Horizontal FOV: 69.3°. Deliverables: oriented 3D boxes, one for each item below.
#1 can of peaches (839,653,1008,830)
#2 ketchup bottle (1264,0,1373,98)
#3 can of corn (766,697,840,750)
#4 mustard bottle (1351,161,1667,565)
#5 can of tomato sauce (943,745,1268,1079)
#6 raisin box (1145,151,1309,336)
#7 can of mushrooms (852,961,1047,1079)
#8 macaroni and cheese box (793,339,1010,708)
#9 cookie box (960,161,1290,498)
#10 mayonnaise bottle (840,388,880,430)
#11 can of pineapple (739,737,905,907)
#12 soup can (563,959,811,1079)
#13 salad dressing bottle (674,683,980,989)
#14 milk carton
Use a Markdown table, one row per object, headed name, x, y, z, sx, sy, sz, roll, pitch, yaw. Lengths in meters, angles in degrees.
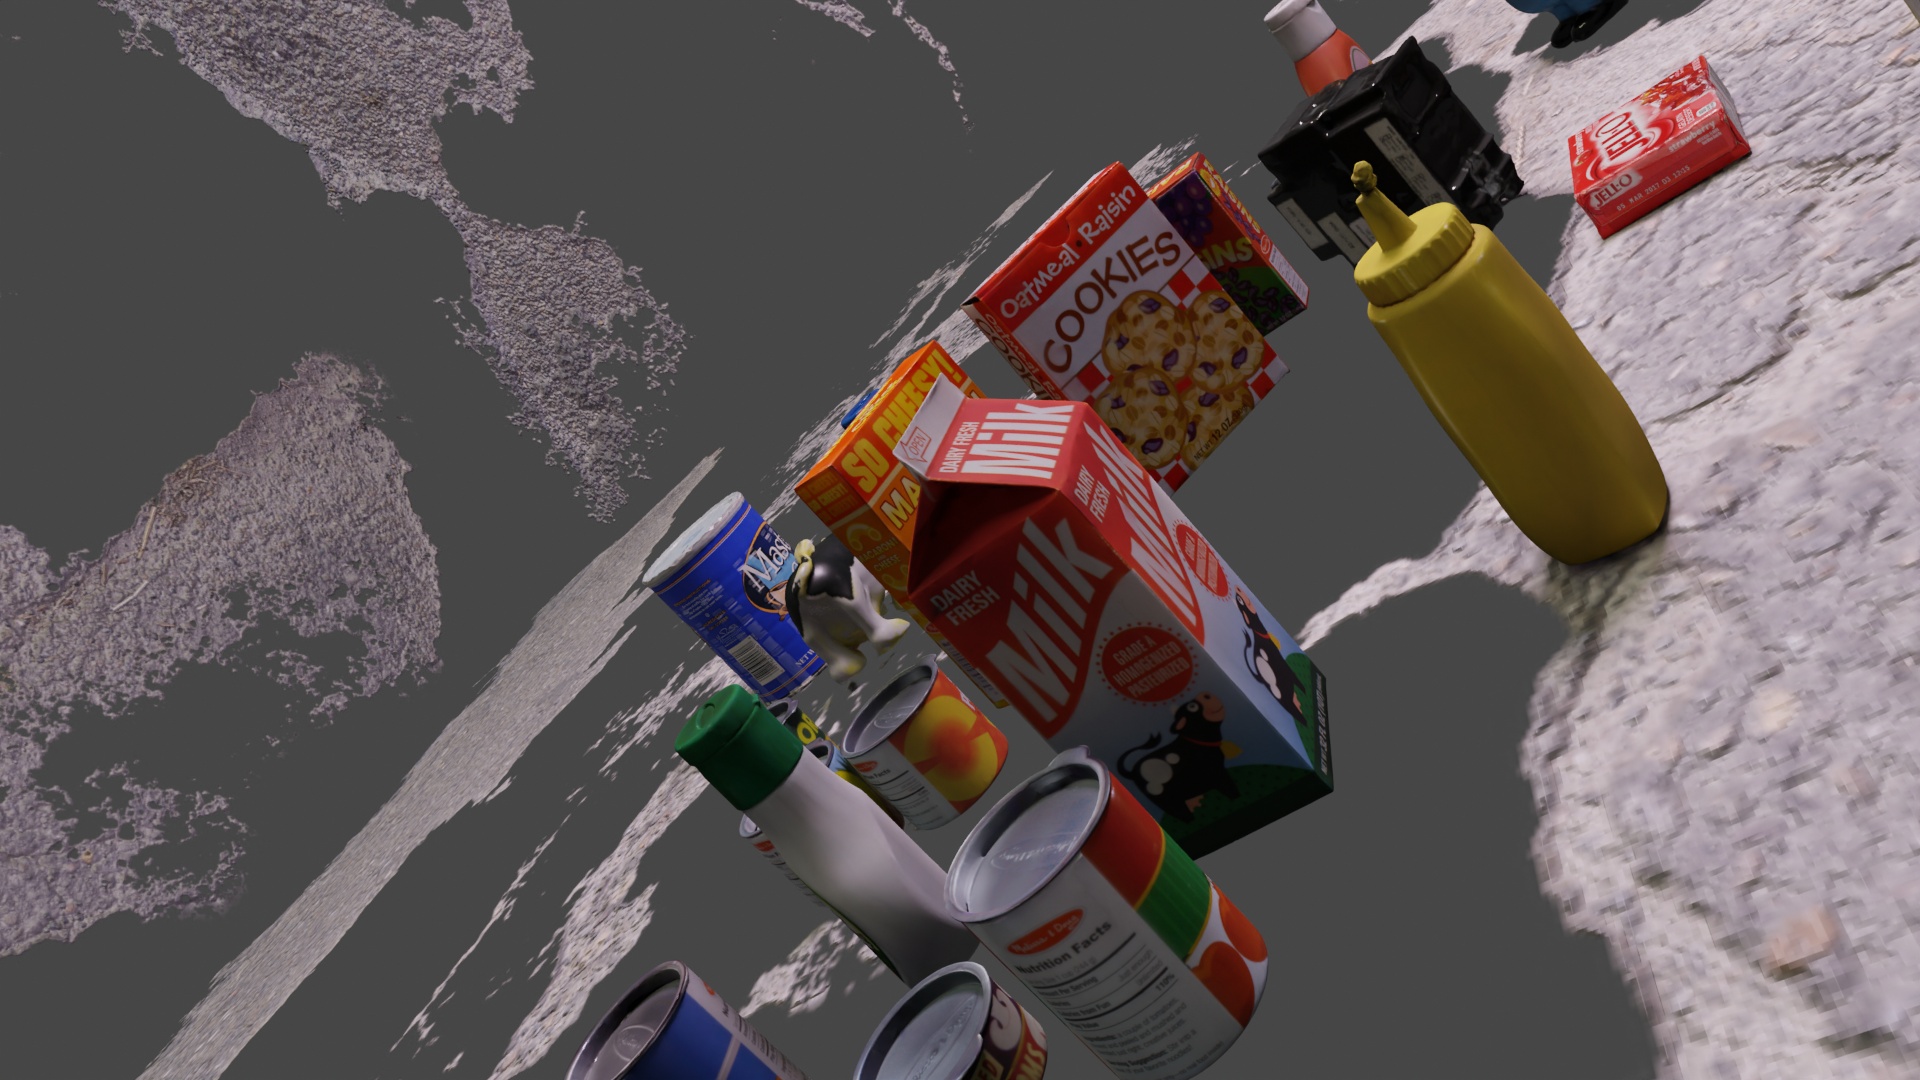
| name | x | y | z | sx | sy | sz | roll | pitch | yaw |
| --- | --- | --- | --- | --- | --- | --- | --- | --- | --- |
| can of peaches | -0.017 | 0.103 | 0.708 | 0.071 | 0.058 | 0.071 | -39 | 14 | 12 |
| ketchup bottle | 0.276 | -0.325 | 0.996 | 0.043 | 0.148 | 0.065 | -26 | 21 | 48 |
| can of corn | -0.105 | 0.137 | 0.840 | 0.071 | 0.058 | 0.071 | -39 | 14 | 12 |
| mustard bottle | 0.178 | -0.065 | 0.472 | 0.048 | 0.160 | 0.066 | -33 | 17 | 35 |
| can of tomato sauce | 0.047 | 0.119 | 0.441 | 0.071 | 0.083 | 0.071 | -39 | 14 | 12 |
| raisin box | 0.163 | -0.185 | 0.937 | 0.086 | 0.123 | 0.040 | -33 | 17 | 34 |
| can of mushrooms | -0.003 | 0.185 | 0.484 | 0.071 | 0.033 | 0.071 | -39 | 15 | 12 |
| macaroni and cheese box | 0.003 | -0.010 | 0.764 | 0.040 | 0.166 | 0.124 | -28 | 20 | 45 |
| cookie box | 0.100 | -0.121 | 0.828 | 0.123 | 0.167 | 0.040 | -46 | 14 | -13 |
| mayonnaise bottle | -0.018 | -0.037 | 0.936 | 0.041 | 0.148 | 0.065 | -27 | 21 | 47 |
| can of pineapple | -0.071 | 0.146 | 0.725 | 0.071 | 0.058 | 0.071 | -39 | 14 | 12 |
| soup can | -0.105 | 0.221 | 0.547 | 0.071 | 0.083 | 0.071 | -39 | 14 | 12 |
| salad dressing bottle | -0.053 | 0.121 | 0.569 | 0.044 | 0.147 | 0.064 | -43 | 14 | -3 |
| milk carton | 0.048 | 0.022 | 0.503 | 0.073 | 0.190 | 0.073 | -35 | 16 | 27 |
